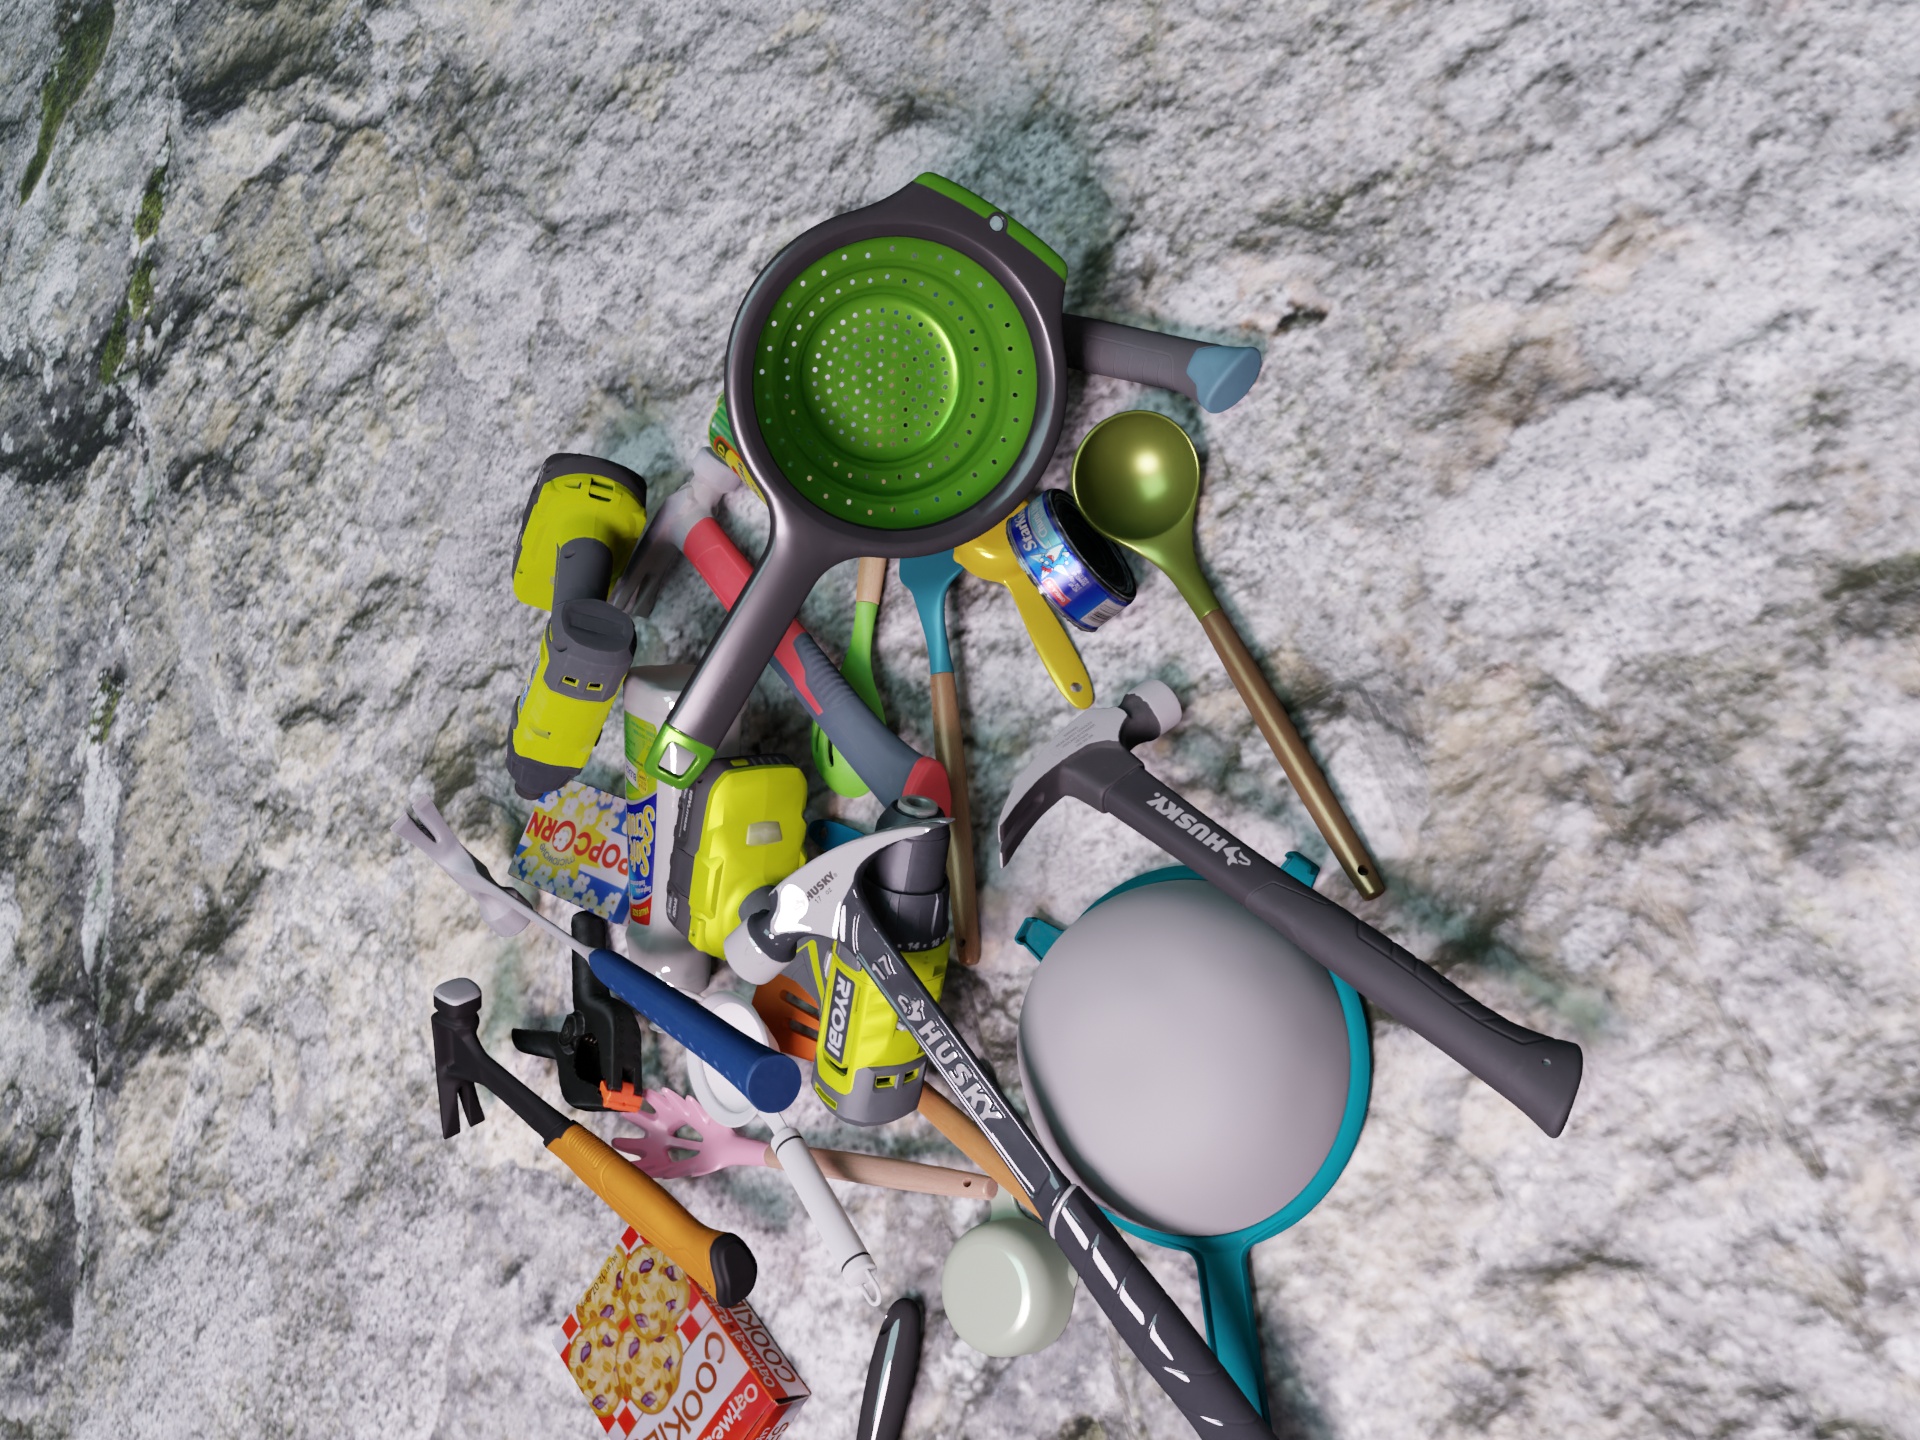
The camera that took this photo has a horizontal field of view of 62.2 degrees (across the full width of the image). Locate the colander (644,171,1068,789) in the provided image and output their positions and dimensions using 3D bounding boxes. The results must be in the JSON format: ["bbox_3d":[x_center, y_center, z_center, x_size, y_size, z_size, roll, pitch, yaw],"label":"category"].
[{"bbox_3d":[-0.086,-0.138,0.985,0.397,0.204,0.094,-58,16,8],"label":"colander"}]

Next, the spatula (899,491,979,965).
[{"bbox_3d":[-0.002,-0.003,1.020,0.082,0.044,0.318,-11,78,32],"label":"spatula"}]

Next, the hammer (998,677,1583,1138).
[{"bbox_3d":[0.164,0.097,0.810,0.146,0.035,0.335,-34,51,-26],"label":"hammer"}]

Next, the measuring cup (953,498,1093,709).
[{"bbox_3d":[0.045,-0.077,0.986,0.062,0.029,0.157,-23,69,-10],"label":"measuring cup"}]

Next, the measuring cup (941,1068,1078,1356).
[{"bbox_3d":[0.016,0.285,0.929,0.083,0.038,0.168,-22,70,31],"label":"measuring cup"}]

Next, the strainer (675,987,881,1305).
[{"bbox_3d":[-0.108,0.254,0.976,0.259,0.050,0.087,49,121,42],"label":"strainer"}]

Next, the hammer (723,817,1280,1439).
[{"bbox_3d":[0.045,0.230,0.811,0.149,0.036,0.409,-43,78,23],"label":"hammer"}]

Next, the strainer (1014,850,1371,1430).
[{"bbox_3d":[0.112,0.239,0.836,0.211,0.095,0.341,-19,68,31],"label":"strainer"}]

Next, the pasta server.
[{"bbox_3d":[-0.106,0.276,1.004,0.316,0.040,0.060,-5,61,41],"label":"pasta server"}]

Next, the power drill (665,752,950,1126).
[{"bbox_3d":[-0.086,0.105,0.954,0.229,0.080,0.190,31,117,47],"label":"power drill"}]

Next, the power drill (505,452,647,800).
[{"bbox_3d":[-0.276,-0.066,1.117,0.171,0.080,0.223,-56,29,39],"label":"power drill"}]

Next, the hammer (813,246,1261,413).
[{"bbox_3d":[0.042,-0.250,1.028,0.331,0.033,0.128,22,84,35],"label":"hammer"}]

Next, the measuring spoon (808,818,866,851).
[{"bbox_3d":[-0.055,0.086,1.044,0.129,0.021,0.042,16,92,46],"label":"measuring spoon"}]

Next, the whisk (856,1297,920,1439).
[{"bbox_3d":[-0.058,0.463,0.940,0.055,0.055,0.239,6,79,37],"label":"whisk"}]

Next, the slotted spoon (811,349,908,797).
[{"bbox_3d":[-0.062,-0.104,1.083,0.070,0.031,0.314,-1,77,42],"label":"slotted spoon"}]

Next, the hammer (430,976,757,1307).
[{"bbox_3d":[-0.254,0.296,1.068,0.337,0.034,0.127,23,120,38],"label":"hammer"}]

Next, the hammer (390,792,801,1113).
[{"bbox_3d":[-0.243,0.152,1.039,0.406,0.143,0.035,20,61,44],"label":"hammer"}]

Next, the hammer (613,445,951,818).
[{"bbox_3d":[-0.125,-0.037,1.074,0.143,0.038,0.387,-55,47,16],"label":"hammer"}]

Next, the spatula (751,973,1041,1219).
[{"bbox_3d":[-0.030,0.225,0.952,0.323,0.041,0.081,27,98,51],"label":"spatula"}]

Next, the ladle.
[{"bbox_3d":[0.153,-0.042,0.896,0.078,0.062,0.320,-26,66,1],"label":"ladle"}]
